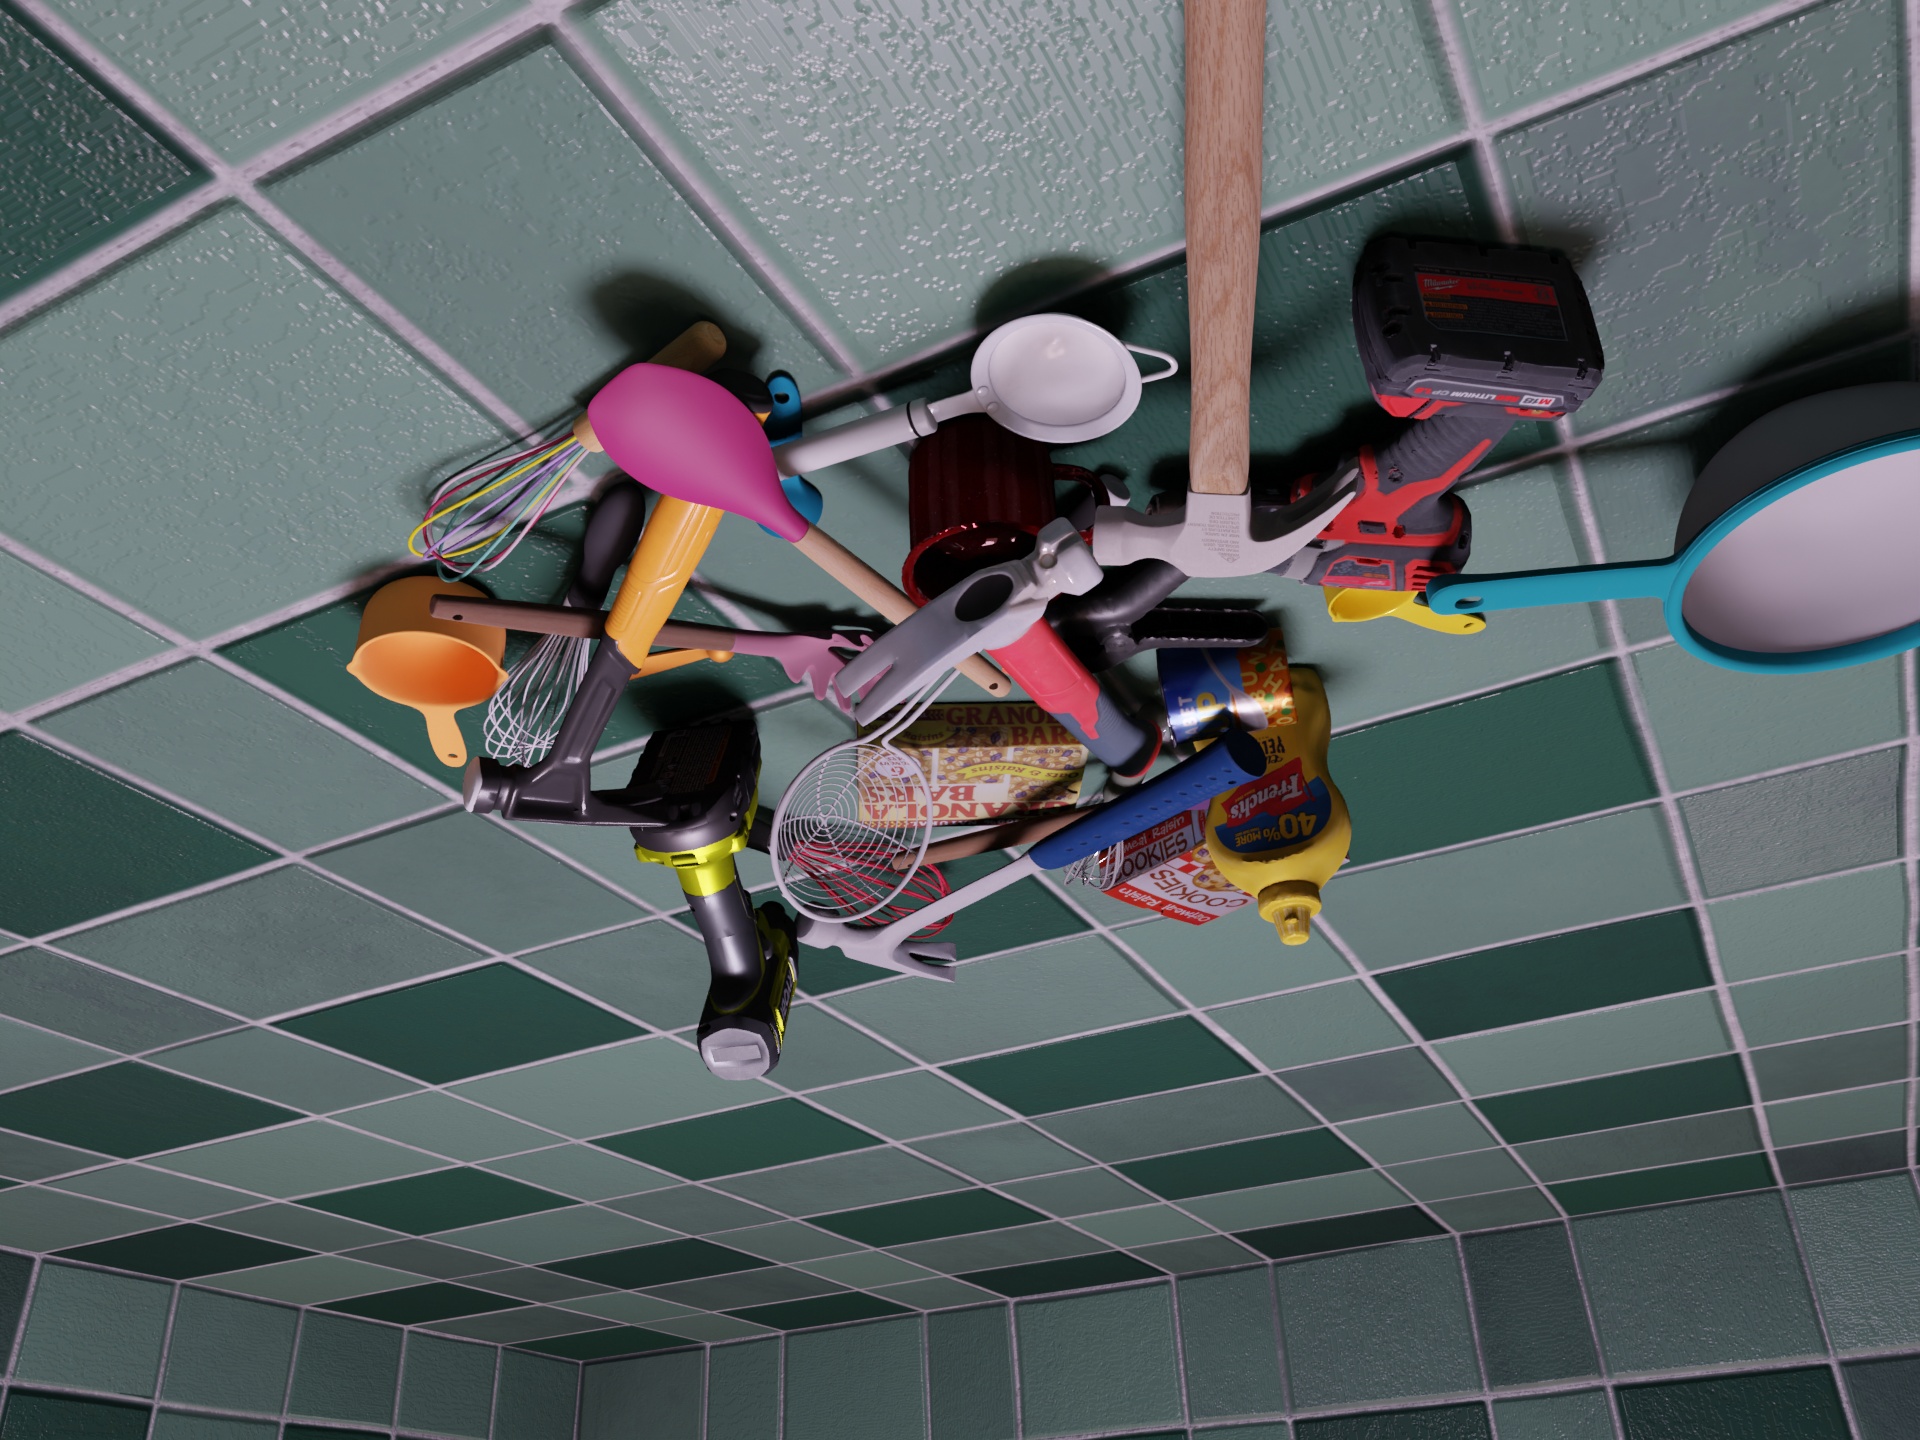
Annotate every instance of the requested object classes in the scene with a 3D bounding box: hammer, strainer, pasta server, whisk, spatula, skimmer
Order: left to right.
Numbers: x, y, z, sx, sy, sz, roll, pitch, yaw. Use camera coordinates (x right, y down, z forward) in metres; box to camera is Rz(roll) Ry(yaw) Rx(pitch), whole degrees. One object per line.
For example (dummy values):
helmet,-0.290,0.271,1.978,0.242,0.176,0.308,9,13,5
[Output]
whisk,-0.216,-0.142,0.853,0.245,0.051,0.047,-28,135,31
whisk,-0.243,-0.051,0.991,0.070,0.070,0.284,12,142,-23
hammer,-0.176,-0.056,0.900,0.127,0.034,0.336,7,134,-31
pasta server,-0.163,-0.046,0.967,0.316,0.040,0.060,5,141,-37
whisk,-0.122,0.107,1.263,0.295,0.073,0.073,26,139,-31
strainer,-0.013,-0.162,0.825,0.258,0.050,0.086,-14,140,20
skimmer,-0.002,-0.003,1.000,0.127,0.090,0.363,9,138,-37
hammer,0.055,0.104,1.153,0.144,0.035,0.405,25,140,-34
hammer,0.052,-0.008,0.953,0.143,0.038,0.386,-33,160,7
spatula,0.100,0.069,1.178,0.316,0.018,0.059,-14,143,9
whisk,0.119,0.061,1.221,0.058,0.059,0.246,-31,156,-28
hammer,0.119,-0.199,0.710,0.130,0.031,0.331,4,135,12
strainer,0.431,-0.115,0.897,0.340,0.095,0.210,-5,147,6

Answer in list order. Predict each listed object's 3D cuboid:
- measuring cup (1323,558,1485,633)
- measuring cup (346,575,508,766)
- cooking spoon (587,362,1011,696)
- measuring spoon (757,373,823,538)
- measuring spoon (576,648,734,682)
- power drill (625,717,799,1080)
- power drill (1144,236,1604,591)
measuring cup,0.290,-0.081,1.021,0.156,0.029,0.062,9,149,-42
measuring cup,-0.333,-0.030,1.021,0.095,0.052,0.173,2,151,-8
cooking spoon,-0.070,-0.089,0.858,0.068,0.017,0.318,-36,135,19
measuring spoon,-0.098,-0.140,0.881,0.042,0.021,0.128,0,149,-4
measuring spoon,-0.204,-0.035,1.060,0.117,0.011,0.021,-12,148,15
power drill,-0.165,0.118,1.135,0.080,0.171,0.223,-7,118,7
power drill,0.212,-0.147,0.849,0.188,0.080,0.226,3,152,-9
